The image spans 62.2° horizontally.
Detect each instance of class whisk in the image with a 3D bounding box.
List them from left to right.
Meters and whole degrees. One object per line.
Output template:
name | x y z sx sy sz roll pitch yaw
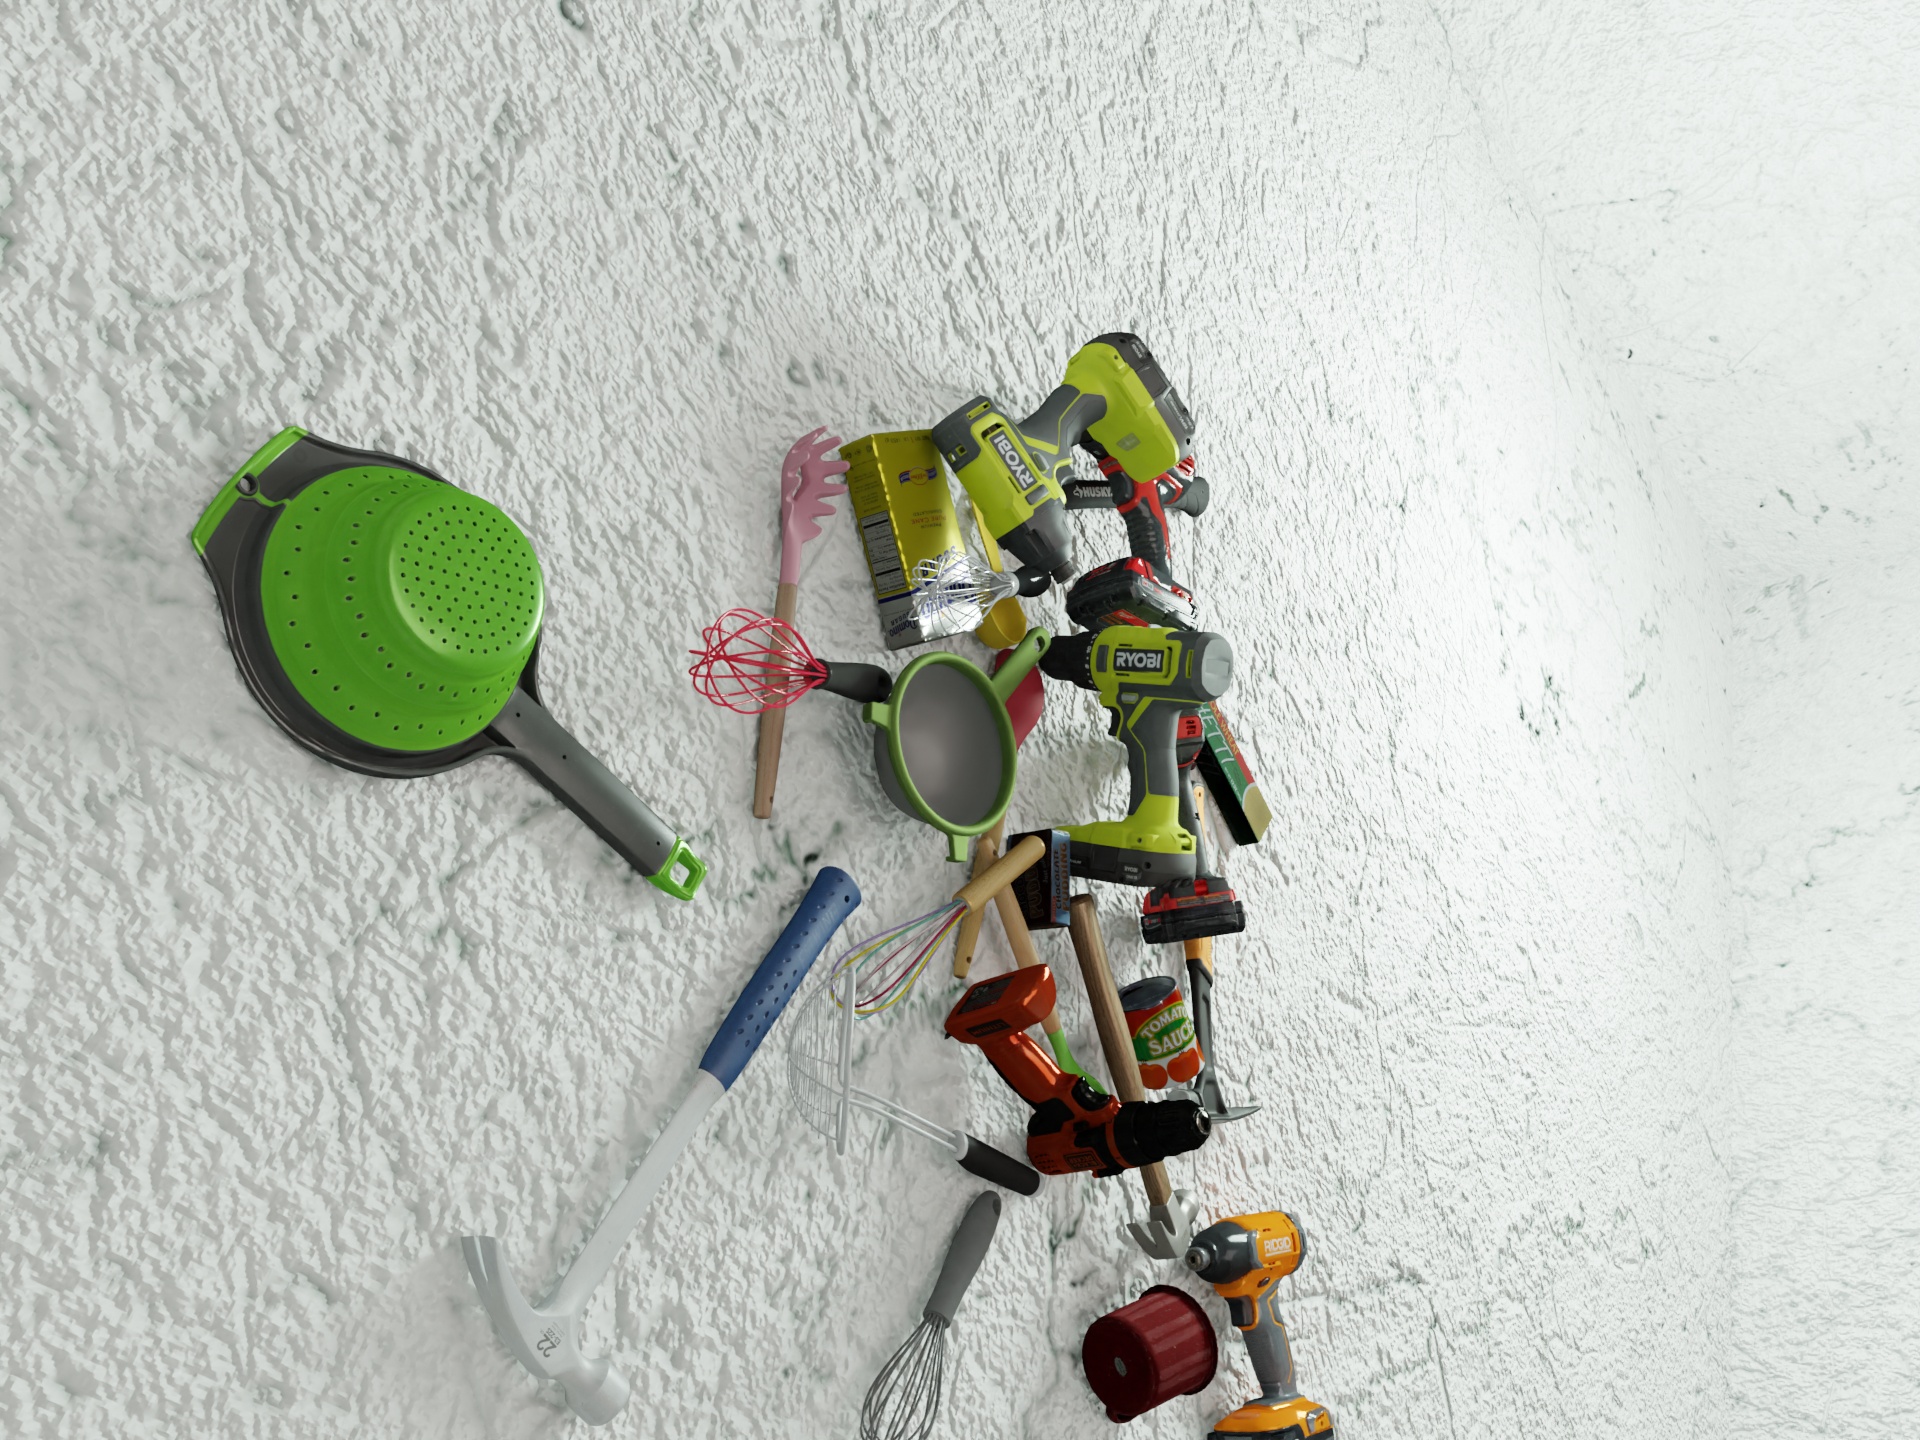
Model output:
whisk | -0.114 -0.035 1.161 0.295 0.073 0.073 8 72 -69
whisk | -0.015 0.451 1.195 0.055 0.055 0.239 58 38 -22
whisk | -0.010 0.161 1.258 0.245 0.047 0.051 -35 113 -39
whisk | 0.025 -0.111 1.331 0.284 0.070 0.070 -20 95 -68

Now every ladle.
ladle | 0.031 0.074 1.376 0.069 0.031 0.316 38 54 -39

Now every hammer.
hammer | -0.175 0.246 1.065 0.144 0.035 0.406 56 43 -24
hammer | 0.160 -0.235 1.615 0.334 0.035 0.146 -11 89 -52
hammer | 0.145 0.314 1.397 0.130 0.031 0.331 -28 102 -70
hammer | 0.241 0.227 1.580 0.127 0.034 0.337 14 69 -47

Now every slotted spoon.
slotted spoon | 0.072 0.241 1.360 0.070 0.031 0.313 -38 112 -51

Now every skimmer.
skimmer | -0.011 0.294 1.184 0.362 0.090 0.127 41 39 -44

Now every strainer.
strainer | -0.002 -0.004 1.323 0.151 0.069 0.256 60 40 -18

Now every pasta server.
pasta server | -0.128 -0.078 1.215 0.060 0.040 0.316 37 53 -57

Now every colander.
colander | -0.269 -0.020 0.980 0.396 0.094 0.205 49 46 -30

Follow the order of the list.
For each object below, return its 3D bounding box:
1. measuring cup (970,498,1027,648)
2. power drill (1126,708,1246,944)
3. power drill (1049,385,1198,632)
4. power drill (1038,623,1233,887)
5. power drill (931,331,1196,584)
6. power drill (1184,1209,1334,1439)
measuring cup | 0.021 -0.136 1.431 0.062 0.029 0.157 14 57 -53
power drill | 0.202 0.097 1.505 0.078 0.143 0.220 -7 82 -7
power drill | 0.150 -0.197 1.506 0.187 0.080 0.227 24 59 -41
power drill | 0.142 0.027 1.423 0.080 0.191 0.228 6 89 -48
power drill | 0.098 -0.231 1.389 0.223 0.080 0.171 -38 97 -33
power drill | 0.271 0.579 1.481 0.164 0.084 0.227 13 65 -47
